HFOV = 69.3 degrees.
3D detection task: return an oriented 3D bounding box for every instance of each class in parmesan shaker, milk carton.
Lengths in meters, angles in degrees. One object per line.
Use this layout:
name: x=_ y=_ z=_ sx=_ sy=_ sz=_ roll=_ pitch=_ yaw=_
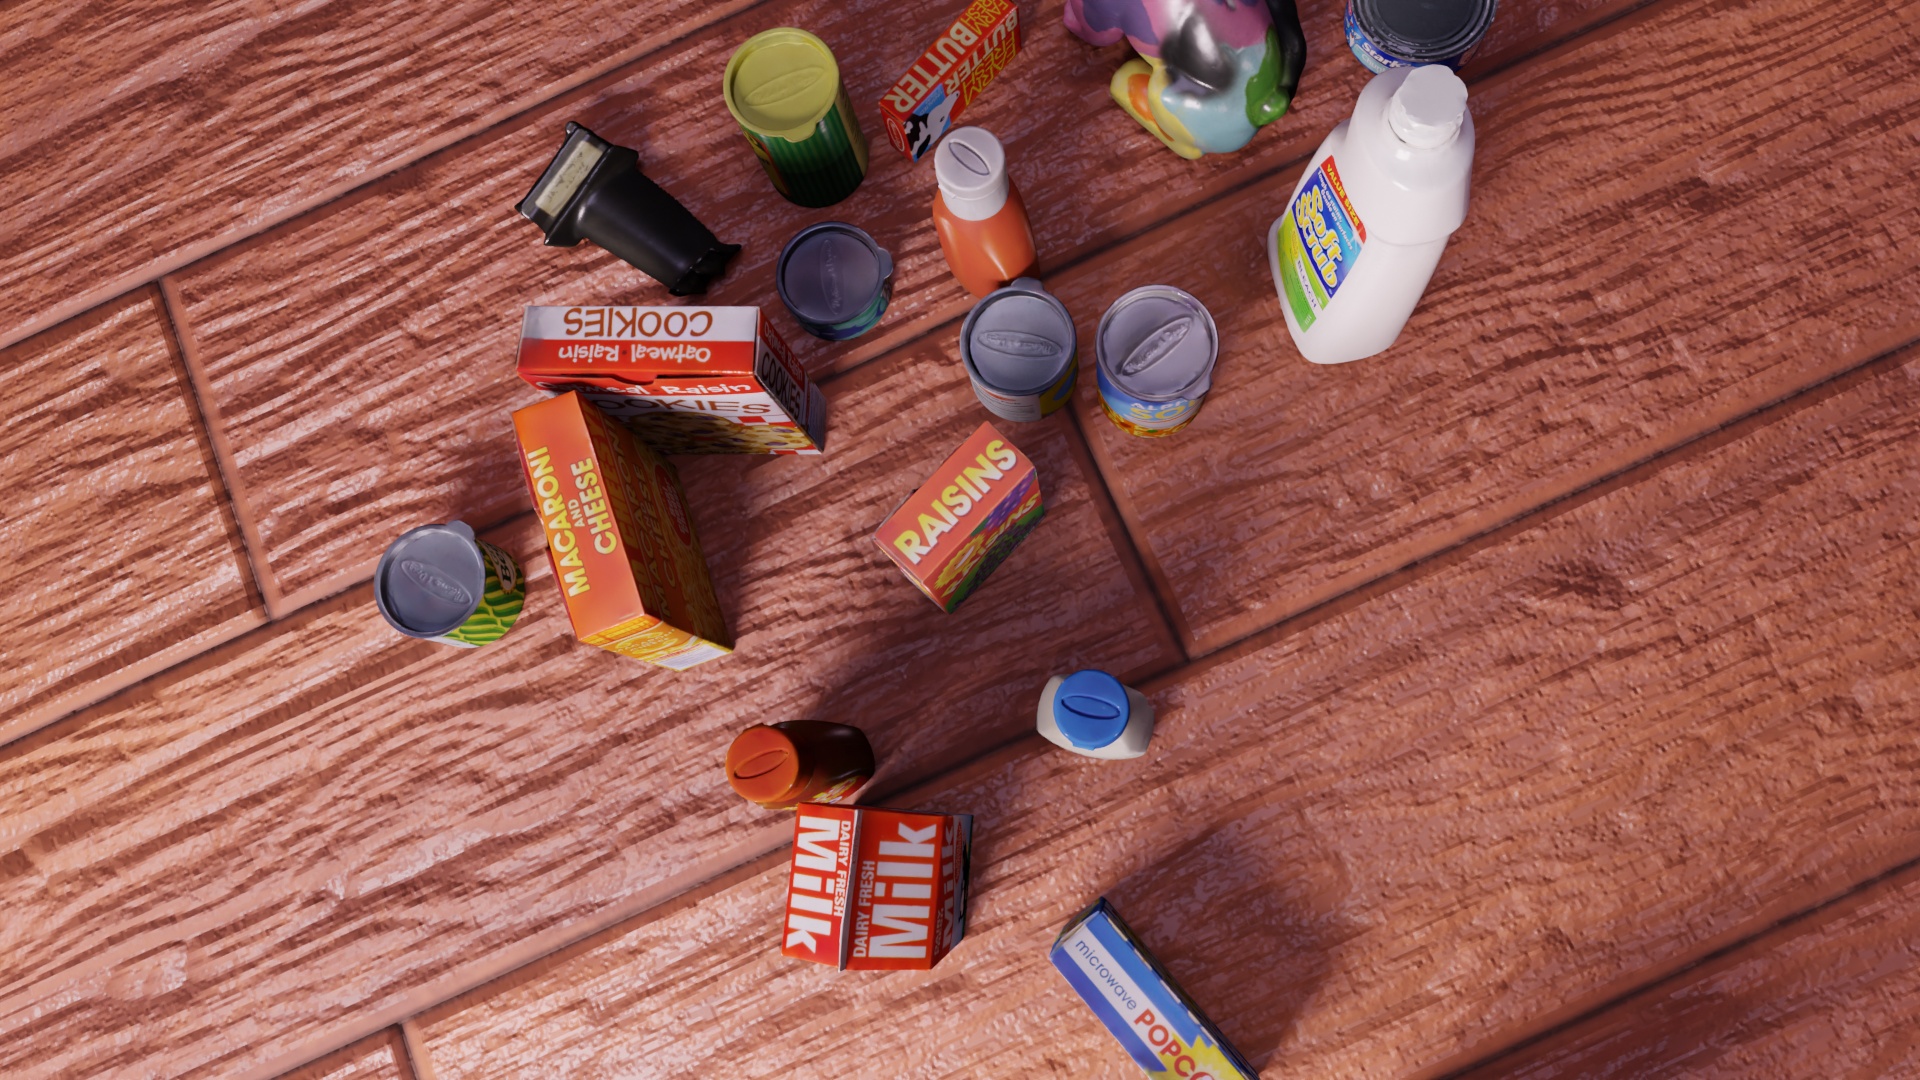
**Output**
parmesan shaker: x=-0.094 y=-0.245 z=0.825 sx=0.071 sy=0.103 sz=0.071 roll=-1 pitch=79 yaw=6
milk carton: x=-0.040 y=0.169 z=0.694 sx=0.073 sy=0.190 sz=0.072 roll=4 pitch=80 yaw=7

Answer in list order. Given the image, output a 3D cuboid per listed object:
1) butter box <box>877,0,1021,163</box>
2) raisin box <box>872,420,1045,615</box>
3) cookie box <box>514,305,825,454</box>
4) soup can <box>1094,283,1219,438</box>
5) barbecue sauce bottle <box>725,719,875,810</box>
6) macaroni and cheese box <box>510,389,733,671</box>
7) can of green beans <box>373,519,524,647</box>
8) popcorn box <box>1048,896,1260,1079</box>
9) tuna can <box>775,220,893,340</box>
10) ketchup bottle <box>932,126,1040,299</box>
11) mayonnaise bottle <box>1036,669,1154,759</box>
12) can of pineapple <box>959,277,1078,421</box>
butter box: x=-0.005 y=-0.284 z=0.849 sx=0.024 sy=0.053 sz=0.103 roll=42 pitch=86 yaw=11
raisin box: x=0.003 y=-0.010 z=0.759 sx=0.040 sy=0.123 sz=0.086 roll=44 pitch=86 yaw=11
cookie box: x=-0.151 y=-0.084 z=0.766 sx=0.123 sy=0.167 sz=0.040 roll=1 pitch=80 yaw=6
soup can: x=0.111 y=-0.097 z=0.785 sx=0.071 sy=0.083 sz=0.071 roll=-1 pitch=79 yaw=6
barbecue sauce bottle: x=-0.087 y=0.118 z=0.730 sx=0.065 sy=0.148 sz=0.044 roll=-22 pitch=78 yaw=1
macaroni and cheese box: x=-0.179 y=0.002 z=0.753 sx=0.040 sy=0.166 sz=0.124 roll=-21 pitch=78 yaw=2
can of green beans: x=-0.298 y=0.028 z=0.815 sx=0.071 sy=0.057 sz=0.071 roll=-1 pitch=79 yaw=6
popcorn box: x=0.101 y=0.246 z=0.718 sx=0.038 sy=0.085 sz=0.127 roll=-41 pitch=78 yaw=-3
tuna can: x=-0.074 y=-0.157 z=0.841 sx=0.071 sy=0.033 sz=0.071 roll=-1 pitch=79 yaw=6
ketchup bottle: x=0.012 y=-0.181 z=0.778 sx=0.065 sy=0.148 sz=0.043 roll=42 pitch=86 yaw=11
mayonnaise bottle: x=0.069 y=0.091 z=0.720 sx=0.065 sy=0.148 sz=0.041 roll=12 pitch=81 yaw=8
can of pineapple: x=0.036 y=-0.109 z=0.808 sx=0.071 sy=0.058 sz=0.071 roll=-1 pitch=79 yaw=6
